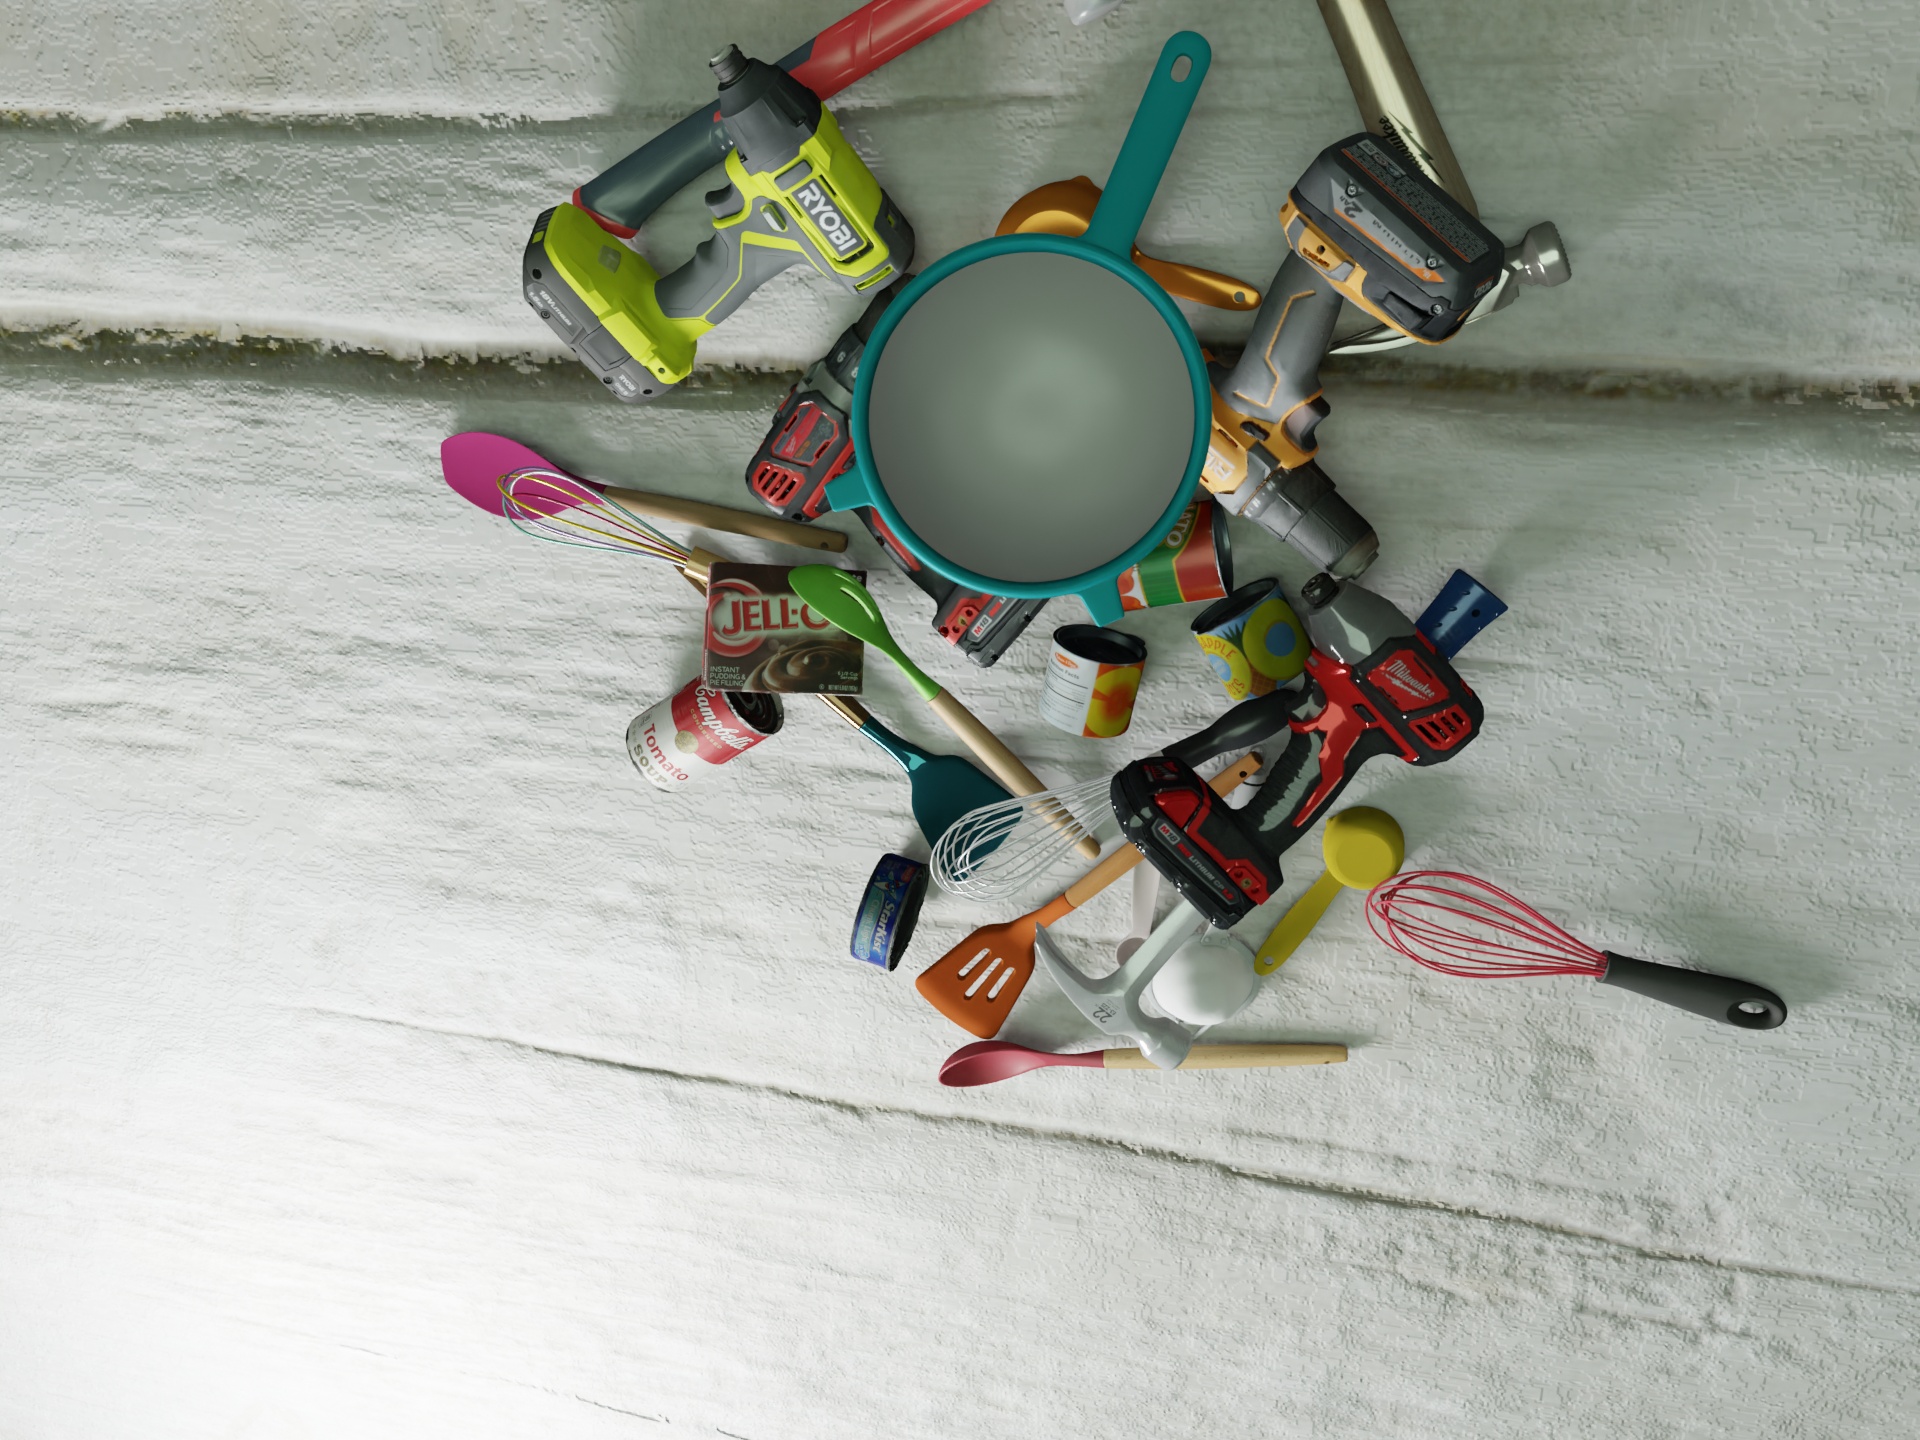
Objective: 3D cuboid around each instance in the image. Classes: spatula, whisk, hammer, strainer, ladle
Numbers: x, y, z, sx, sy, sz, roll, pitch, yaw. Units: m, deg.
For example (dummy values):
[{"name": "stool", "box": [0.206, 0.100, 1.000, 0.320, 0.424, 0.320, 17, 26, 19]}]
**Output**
[{"name": "spatula", "box": [0.098, 0.124, 1.167, 0.081, 0.041, 0.322, 40, 119, -16]}, {"name": "whisk", "box": [-0.216, -0.122, 1.140, 0.245, 0.047, 0.051, 23, 87, -8]}, {"name": "hammer", "box": [0.216, -0.420, 0.924, 0.146, 0.038, 0.410, -20, 105, 23]}, {"name": "spatula", "box": [-0.092, -0.014, 1.170, 0.317, 0.044, 0.082, 41, 109, -2]}, {"name": "strainer", "box": [0.069, -0.240, 0.962, 0.211, 0.095, 0.340, 23, 97, 0]}, {"name": "strainer", "box": [0.190, 0.136, 1.158, 0.087, 0.050, 0.258, 6, 111, -4]}, {"name": "whisk", "box": [0.424, 0.164, 1.097, 0.296, 0.073, 0.073, 16, 115, 2]}, {"name": "hammer", "box": [0.212, 0.062, 1.085, 0.144, 0.035, 0.405, 35, 107, -10]}, {"name": "hammer", "box": [-0.096, -0.426, 1.005, 0.386, 0.038, 0.143, -22, 103, 22]}, {"name": "ladle", "box": [0.137, 0.261, 1.226, 0.315, 0.031, 0.069, -4, 150, 13]}, {"name": "whisk", "box": [0.108, 0.047, 1.107, 0.284, 0.070, 0.070, -28, 103, 5]}]

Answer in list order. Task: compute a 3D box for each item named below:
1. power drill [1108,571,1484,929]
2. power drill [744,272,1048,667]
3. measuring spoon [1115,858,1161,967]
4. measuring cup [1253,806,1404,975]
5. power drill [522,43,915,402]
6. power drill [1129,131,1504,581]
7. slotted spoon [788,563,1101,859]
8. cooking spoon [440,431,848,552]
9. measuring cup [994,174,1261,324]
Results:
[{"name": "power drill", "box": [0.207, 0.015, 1.011, 0.219, 0.079, 0.143, -42, 105, 12]}, {"name": "power drill", "box": [-0.016, -0.167, 1.071, 0.226, 0.080, 0.188, 40, 116, 0]}, {"name": "measuring spoon", "box": [0.138, 0.132, 1.186, 0.034, 0.018, 0.124, 7, 106, 8]}, {"name": "measuring cup", "box": [0.258, 0.130, 1.135, 0.062, 0.029, 0.156, 34, 111, -1]}, {"name": "power drill", "box": [-0.165, -0.315, 1.023, 0.223, 0.080, 0.171, -24, 131, 24]}, {"name": "power drill", "box": [0.221, -0.204, 0.947, 0.185, 0.084, 0.226, 46, 136, 9]}, {"name": "slotted spoon", "box": [-0.002, -0.004, 1.122, 0.031, 0.070, 0.313, -38, 113, 16]}, {"name": "cooking spoon", "box": [-0.235, -0.160, 1.163, 0.319, 0.017, 0.068, 13, 126, 10]}, {"name": "measuring cup", "box": [0.103, -0.282, 1.000, 0.173, 0.052, 0.095, 18, 115, 10]}]
